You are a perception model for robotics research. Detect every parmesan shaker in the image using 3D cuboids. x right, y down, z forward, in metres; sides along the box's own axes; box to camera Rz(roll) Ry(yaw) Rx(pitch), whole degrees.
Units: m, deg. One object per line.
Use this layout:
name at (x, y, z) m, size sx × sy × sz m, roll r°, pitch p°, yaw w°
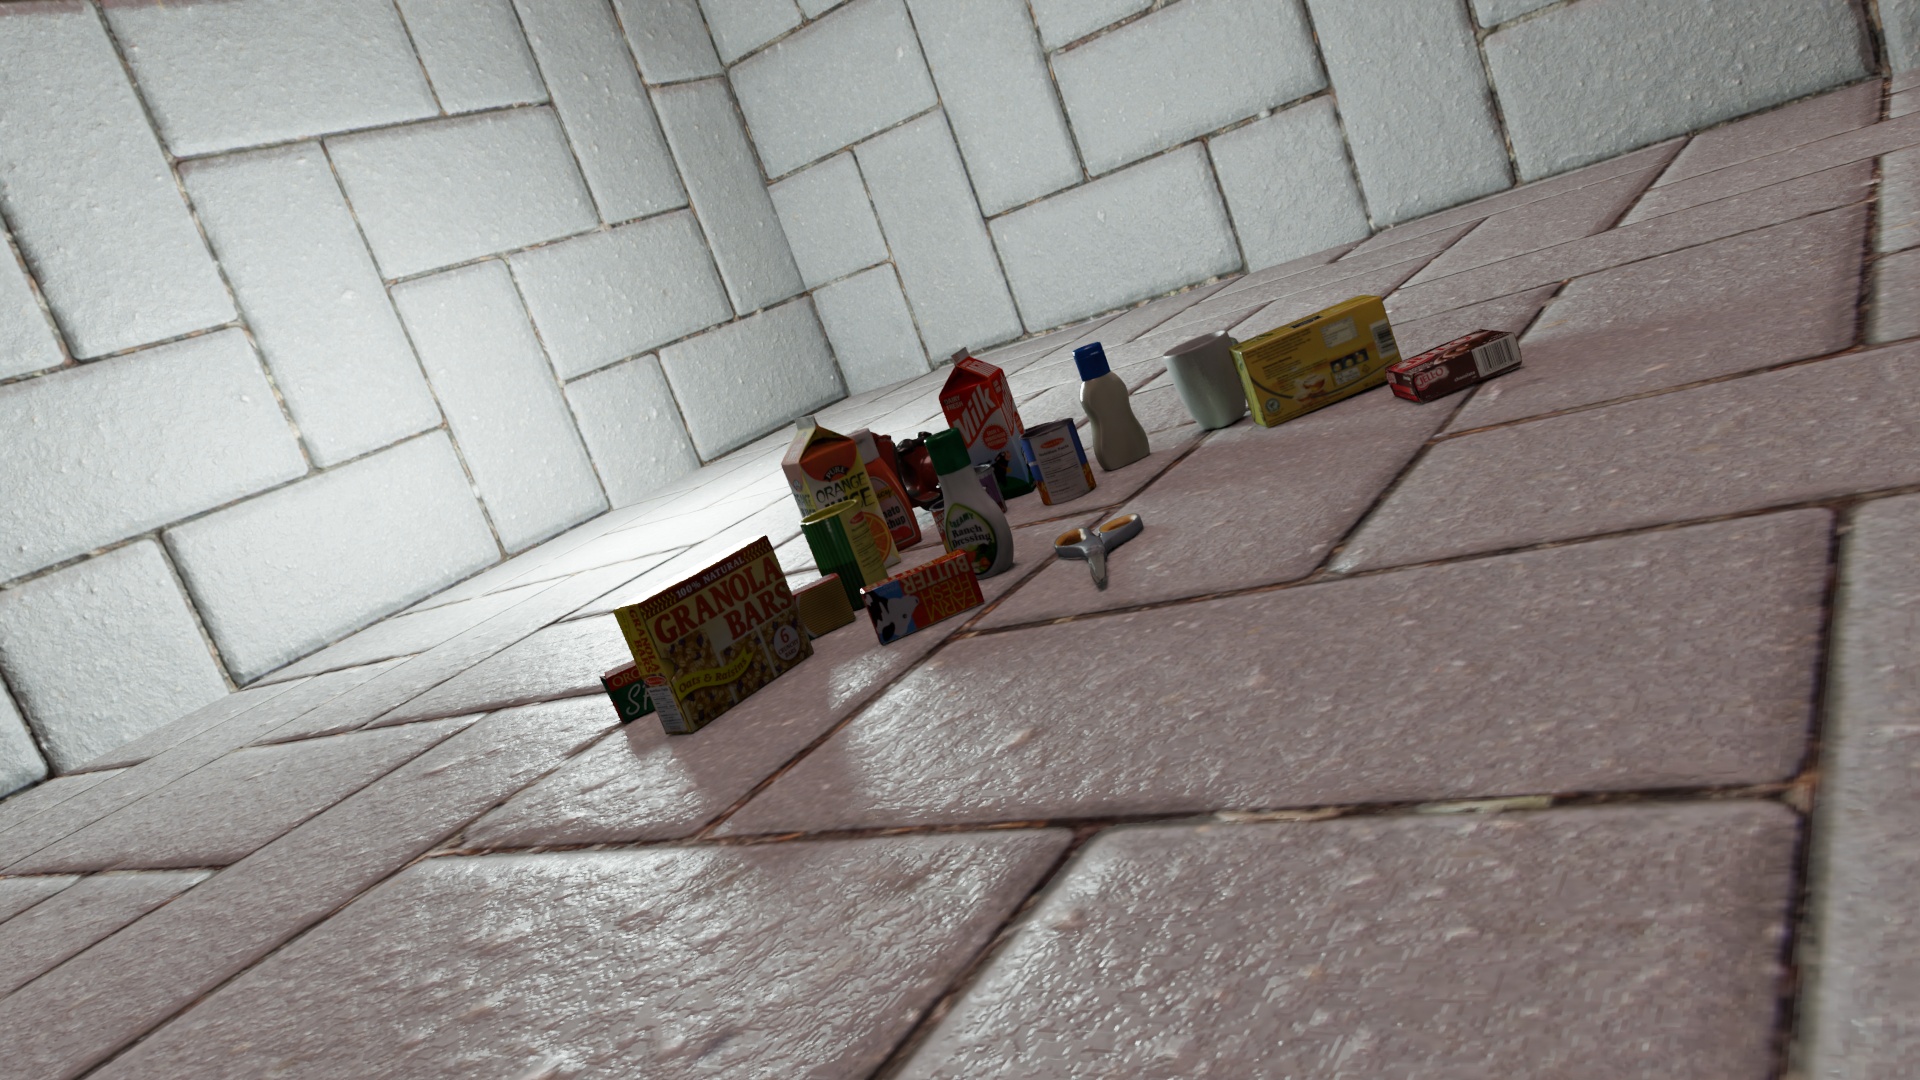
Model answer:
parmesan shaker at (-0.120, 0.018, 1.442) m, size 0.071 × 0.103 × 0.071 m, roll -20°, pitch 11°, yaw 4°

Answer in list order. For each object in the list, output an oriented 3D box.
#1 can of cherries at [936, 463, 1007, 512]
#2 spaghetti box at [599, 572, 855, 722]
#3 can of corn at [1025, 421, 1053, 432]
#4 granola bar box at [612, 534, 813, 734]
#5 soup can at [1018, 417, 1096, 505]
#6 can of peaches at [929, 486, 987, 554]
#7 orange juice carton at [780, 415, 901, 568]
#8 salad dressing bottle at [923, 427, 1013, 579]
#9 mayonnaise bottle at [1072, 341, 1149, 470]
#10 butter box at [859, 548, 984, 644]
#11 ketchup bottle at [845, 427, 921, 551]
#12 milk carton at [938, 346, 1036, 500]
can of cherries at (0.013, -0.051, 1.646) m, size 0.071 × 0.058 × 0.071 m, roll -20°, pitch 11°, yaw 4°
spaghetti box at (-0.224, 0.104, 1.358) m, size 0.251 × 0.050 × 0.028 m, roll -24°, pitch 11°, yaw -16°
can of corn at (0.100, -0.114, 1.787) m, size 0.071 × 0.058 × 0.071 m, roll -20°, pitch 11°, yaw 4°
granola bar box at (-0.218, 0.083, 1.257) m, size 0.039 × 0.124 × 0.166 m, roll -11°, pitch 15°, yaw 41°
soup can at (0.112, -0.091, 1.594) m, size 0.071 × 0.083 × 0.071 m, roll -20°, pitch 11°, yaw 4°
can of peaches at (0.005, -0.019, 1.508) m, size 0.071 × 0.058 × 0.071 m, roll -20°, pitch 11°, yaw 4°
orange juice carton at (-0.143, -0.051, 1.578) m, size 0.073 × 0.192 × 0.072 m, roll -25°, pitch 12°, yaw -21°
salad dressing bottle at (0.006, -0.036, 1.361) m, size 0.064 × 0.147 × 0.044 m, roll -14°, pitch 13°, yaw 32°
mayonnaise bottle at (0.174, -0.161, 1.649) m, size 0.065 × 0.147 × 0.041 m, roll -24°, pitch 11°, yaw -15°
butter box at (-0.035, 0.051, 1.265) m, size 0.104 × 0.053 × 0.024 m, roll -22°, pitch 11°, yaw -8°
ketchup bottle at (-0.100, -0.059, 1.650) m, size 0.065 × 0.148 × 0.043 m, roll -21°, pitch 11°, yaw -1°
milk carton at (0.031, -0.146, 1.720) m, size 0.073 × 0.190 × 0.072 m, roll -17°, pitch 11°, yaw 19°
